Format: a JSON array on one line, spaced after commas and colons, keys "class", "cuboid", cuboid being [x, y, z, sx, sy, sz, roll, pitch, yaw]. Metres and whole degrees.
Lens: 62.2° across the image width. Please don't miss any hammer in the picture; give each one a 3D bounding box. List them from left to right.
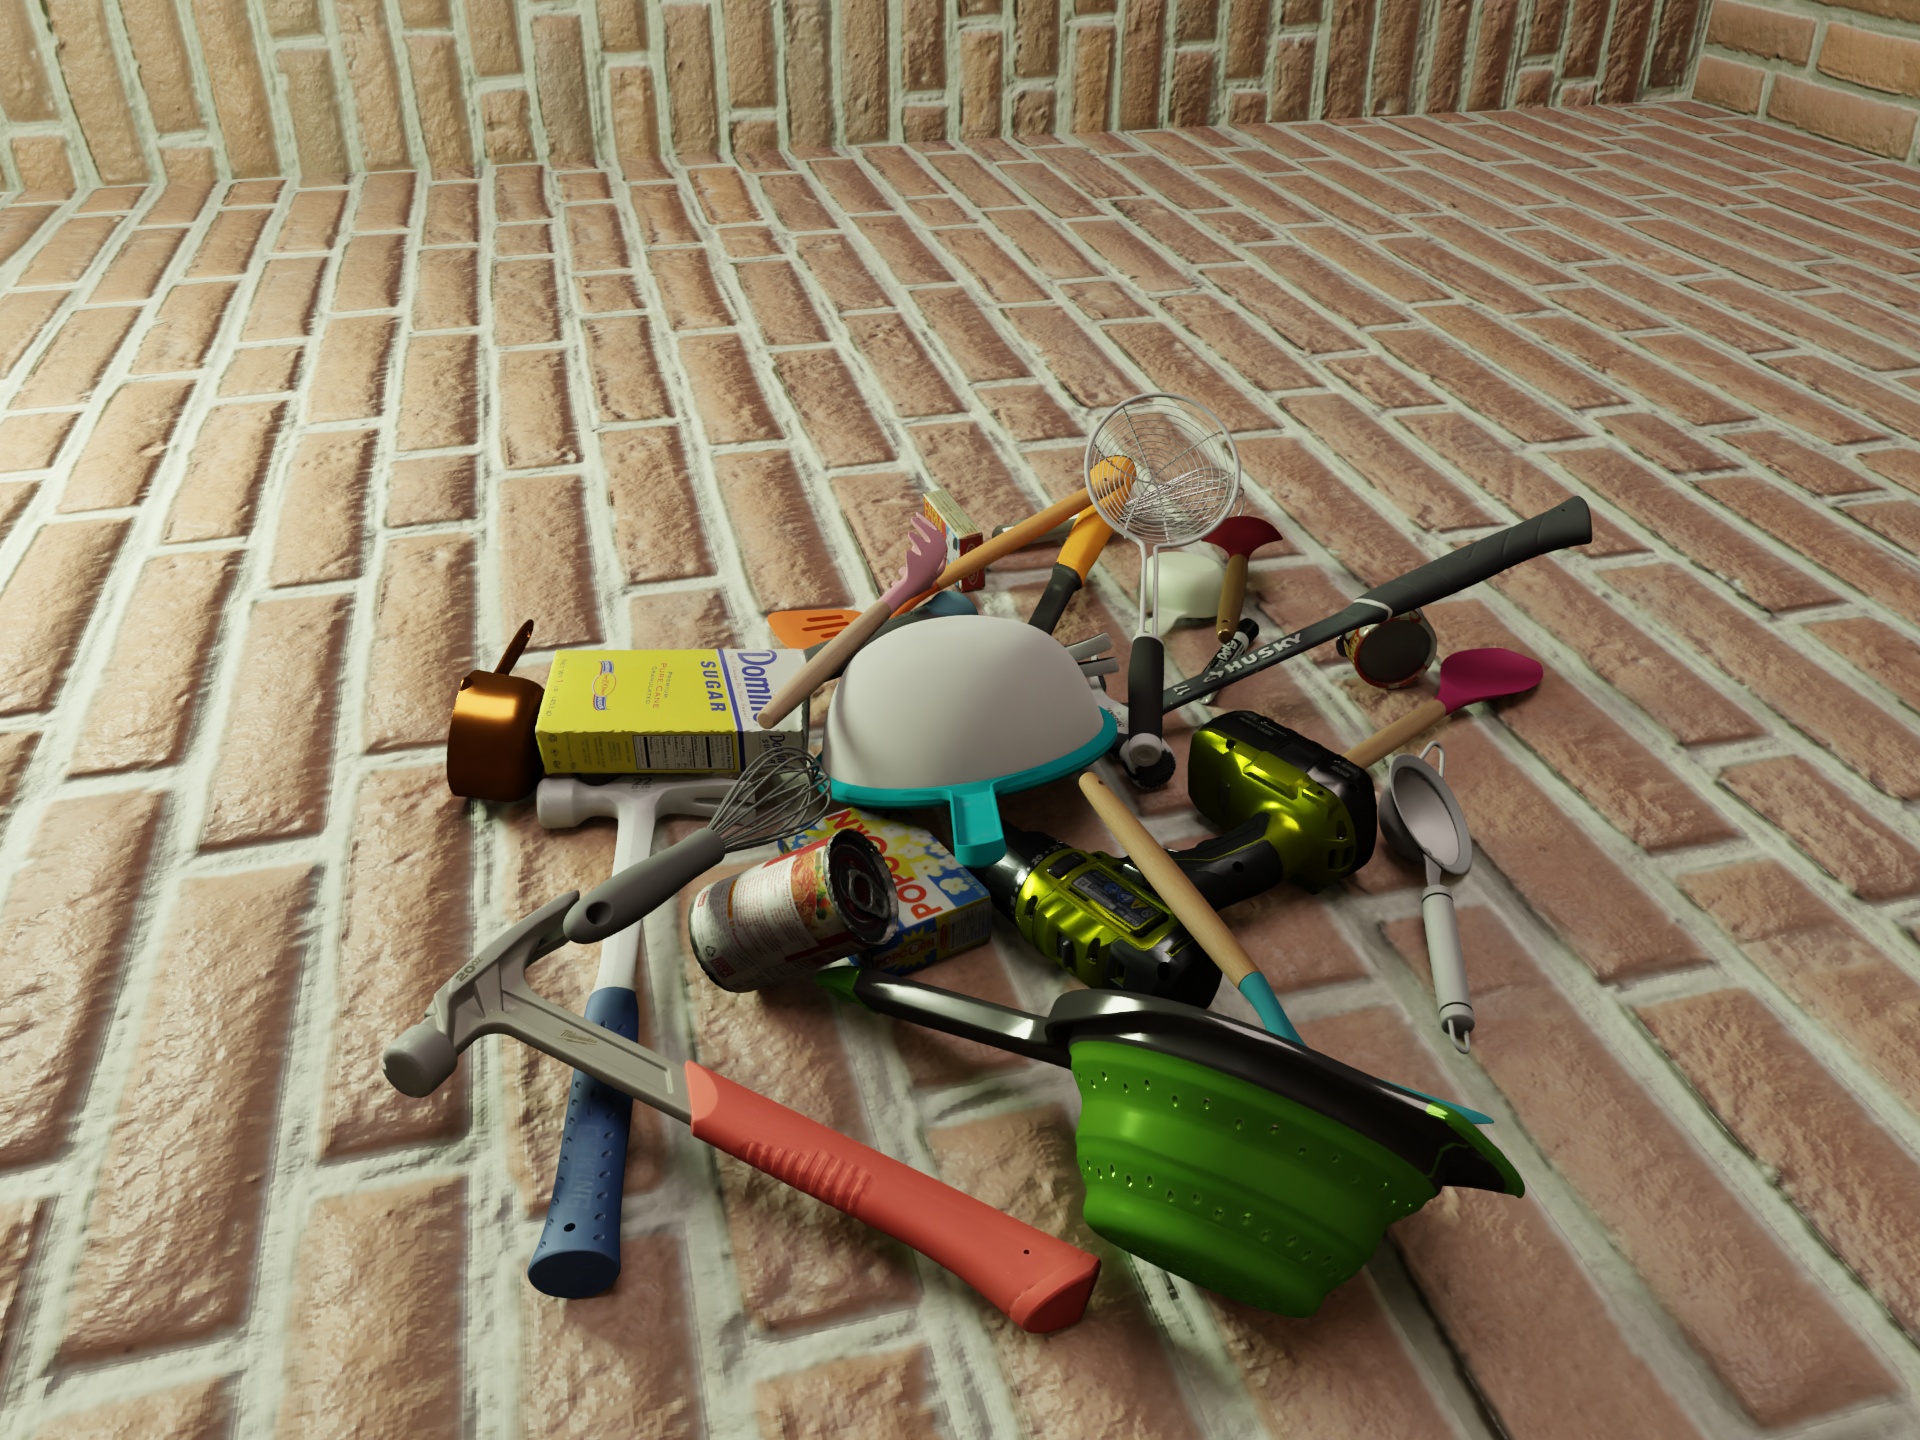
[{"class": "hammer", "cuboid": [-0.192, 0.150, 0.909, 0.144, 0.035, 0.406, -3, 32, -5]}, {"class": "hammer", "cuboid": [-0.097, 0.196, 0.788, 0.359, 0.036, 0.149, 21, 34, 17]}, {"class": "hammer", "cuboid": [-0.137, -0.030, 1.175, 0.331, 0.033, 0.128, -22, 39, -22]}, {"class": "hammer", "cuboid": [0.101, -0.132, 1.306, 0.127, 0.034, 0.337, -7, 32, 26]}, {"class": "hammer", "cuboid": [0.283, -0.074, 1.172, 0.409, 0.036, 0.149, -24, 32, -5]}]

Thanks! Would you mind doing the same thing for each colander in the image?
[{"class": "colander", "cuboid": [0.060, 0.199, 0.776, 0.397, 0.204, 0.094, 7, 64, 41]}]

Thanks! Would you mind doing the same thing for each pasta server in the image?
[{"class": "pasta server", "cuboid": [-0.073, -0.071, 1.131, 0.040, 0.060, 0.316, 25, 33, 9]}]

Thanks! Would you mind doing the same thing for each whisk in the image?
[{"class": "whisk", "cuboid": [-0.148, 0.070, 0.922, 0.055, 0.055, 0.239, 16, 26, 24]}, {"class": "whisk", "cuboid": [0.146, -0.187, 1.448, 0.246, 0.059, 0.058, -12, -3, -12]}]

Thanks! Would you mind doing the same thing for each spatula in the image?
[{"class": "spatula", "cuboid": [-0.003, -0.132, 1.311, 0.322, 0.041, 0.081, -30, 39, -10]}, {"class": "spatula", "cuboid": [0.148, 0.114, 0.846, 0.082, 0.044, 0.318, 13, 26, -36]}]

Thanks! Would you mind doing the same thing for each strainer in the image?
[{"class": "strainer", "cuboid": [-0.002, -0.003, 1.009, 0.211, 0.095, 0.340, -9, 15, 0]}, {"class": "strainer", "cuboid": [0.290, 0.105, 0.979, 0.086, 0.050, 0.259, 40, 33, -20]}]

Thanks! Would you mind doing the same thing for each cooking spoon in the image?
[{"class": "cooking spoon", "cuboid": [0.332, 0.000, 1.153, 0.069, 0.017, 0.319, 28, 37, 35]}]

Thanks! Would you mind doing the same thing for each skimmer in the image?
[{"class": "skimmer", "cuboid": [0.148, -0.115, 1.177, 0.127, 0.090, 0.364, 14, 41, -4]}]

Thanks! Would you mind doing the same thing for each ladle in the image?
[{"class": "ladle", "cuboid": [0.215, -0.115, 1.243, 0.069, 0.031, 0.315, 0, 21, 13]}]

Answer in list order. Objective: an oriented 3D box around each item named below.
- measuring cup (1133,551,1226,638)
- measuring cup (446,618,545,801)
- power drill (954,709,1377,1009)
[{"class": "measuring cup", "cuboid": [0.170, -0.101, 1.284, 0.083, 0.038, 0.167, 13, 22, 17]}, {"class": "measuring cup", "cuboid": [-0.306, -0.014, 1.114, 0.052, 0.095, 0.174, 10, 40, 0]}, {"class": "power drill", "cuboid": [0.128, 0.080, 0.986, 0.228, 0.080, 0.191, -27, 42, -32]}]
